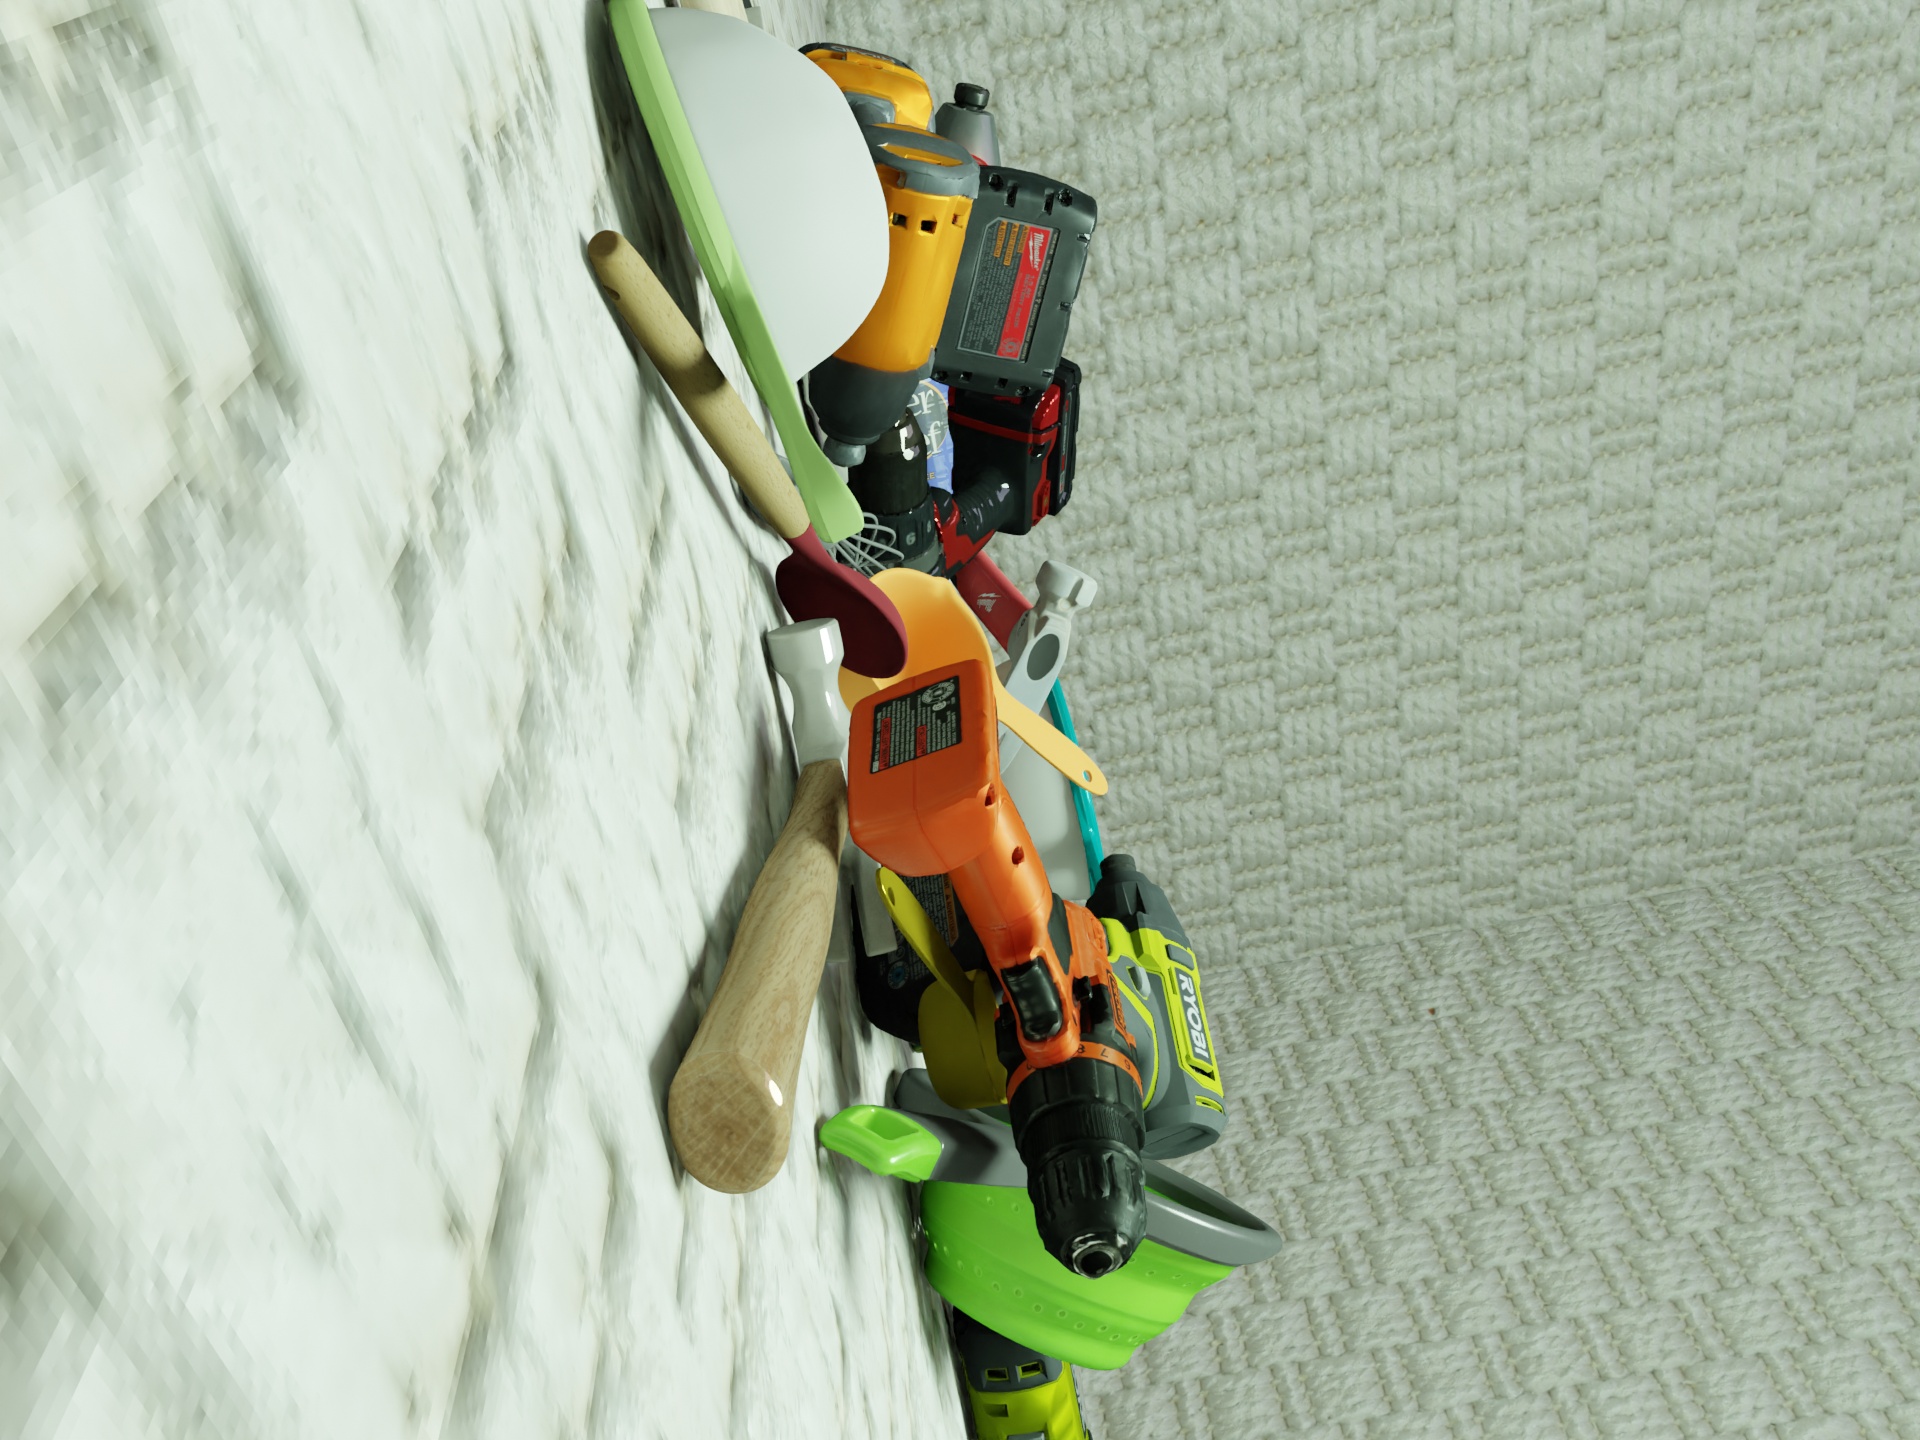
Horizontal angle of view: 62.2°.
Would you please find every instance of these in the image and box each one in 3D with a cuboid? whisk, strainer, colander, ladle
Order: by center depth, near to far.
[{"bbox_3d":[-0.050,-0.155,0.535,0.151,0.069,0.257,69,-1,-50],"label":"strainer"},{"bbox_3d":[-0.072,-0.084,0.589,0.031,0.069,0.315,-61,162,-11],"label":"ladle"},{"bbox_3d":[0.019,0.233,0.720,0.094,0.205,0.396,-66,154,-7],"label":"colander"},{"bbox_3d":[-0.067,-0.088,0.752,0.239,0.055,0.055,31,48,-82],"label":"whisk"},{"bbox_3d":[0.049,0.082,1.156,0.341,0.095,0.210,-104,-179,-59],"label":"strainer"}]

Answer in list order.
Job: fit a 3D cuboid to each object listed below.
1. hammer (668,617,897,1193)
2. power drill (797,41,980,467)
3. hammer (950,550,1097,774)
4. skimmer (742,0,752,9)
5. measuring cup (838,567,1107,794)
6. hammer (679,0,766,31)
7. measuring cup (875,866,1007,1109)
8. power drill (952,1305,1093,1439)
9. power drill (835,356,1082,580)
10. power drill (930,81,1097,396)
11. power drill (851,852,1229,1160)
[{"bbox_3d":[-0.053,0.057,0.519,0.331,0.031,0.130,-91,170,-77],"label":"hammer"},{"bbox_3d":[-0.054,-0.244,0.819,0.227,0.084,0.164,-106,-152,-52],"label":"power drill"},{"bbox_3d":[0.003,-0.094,1.177,0.143,0.038,0.387,-65,-160,14],"label":"hammer"},{"bbox_3d":[-0.084,-0.360,0.963,0.127,0.090,0.363,55,-5,20],"label":"skimmer"},{"bbox_3d":[-0.001,-0.003,0.803,0.173,0.052,0.095,37,46,-25],"label":"measuring cup"},{"bbox_3d":[-0.128,-0.381,0.624,0.410,0.038,0.146,75,4,-64],"label":"hammer"},{"bbox_3d":[-0.015,0.105,0.633,0.156,0.029,0.062,62,17,-47],"label":"measuring cup"},{"bbox_3d":[0.044,0.384,0.954,0.228,0.080,0.190,-77,156,-79],"label":"power drill"},{"bbox_3d":[-0.006,-0.145,0.950,0.187,0.080,0.227,91,25,-44],"label":"power drill"},{"bbox_3d":[0.006,-0.280,0.915,0.220,0.078,0.143,-110,-149,-59],"label":"power drill"},{"bbox_3d":[0.047,0.117,0.815,0.223,0.080,0.171,32,38,-42],"label":"power drill"}]
